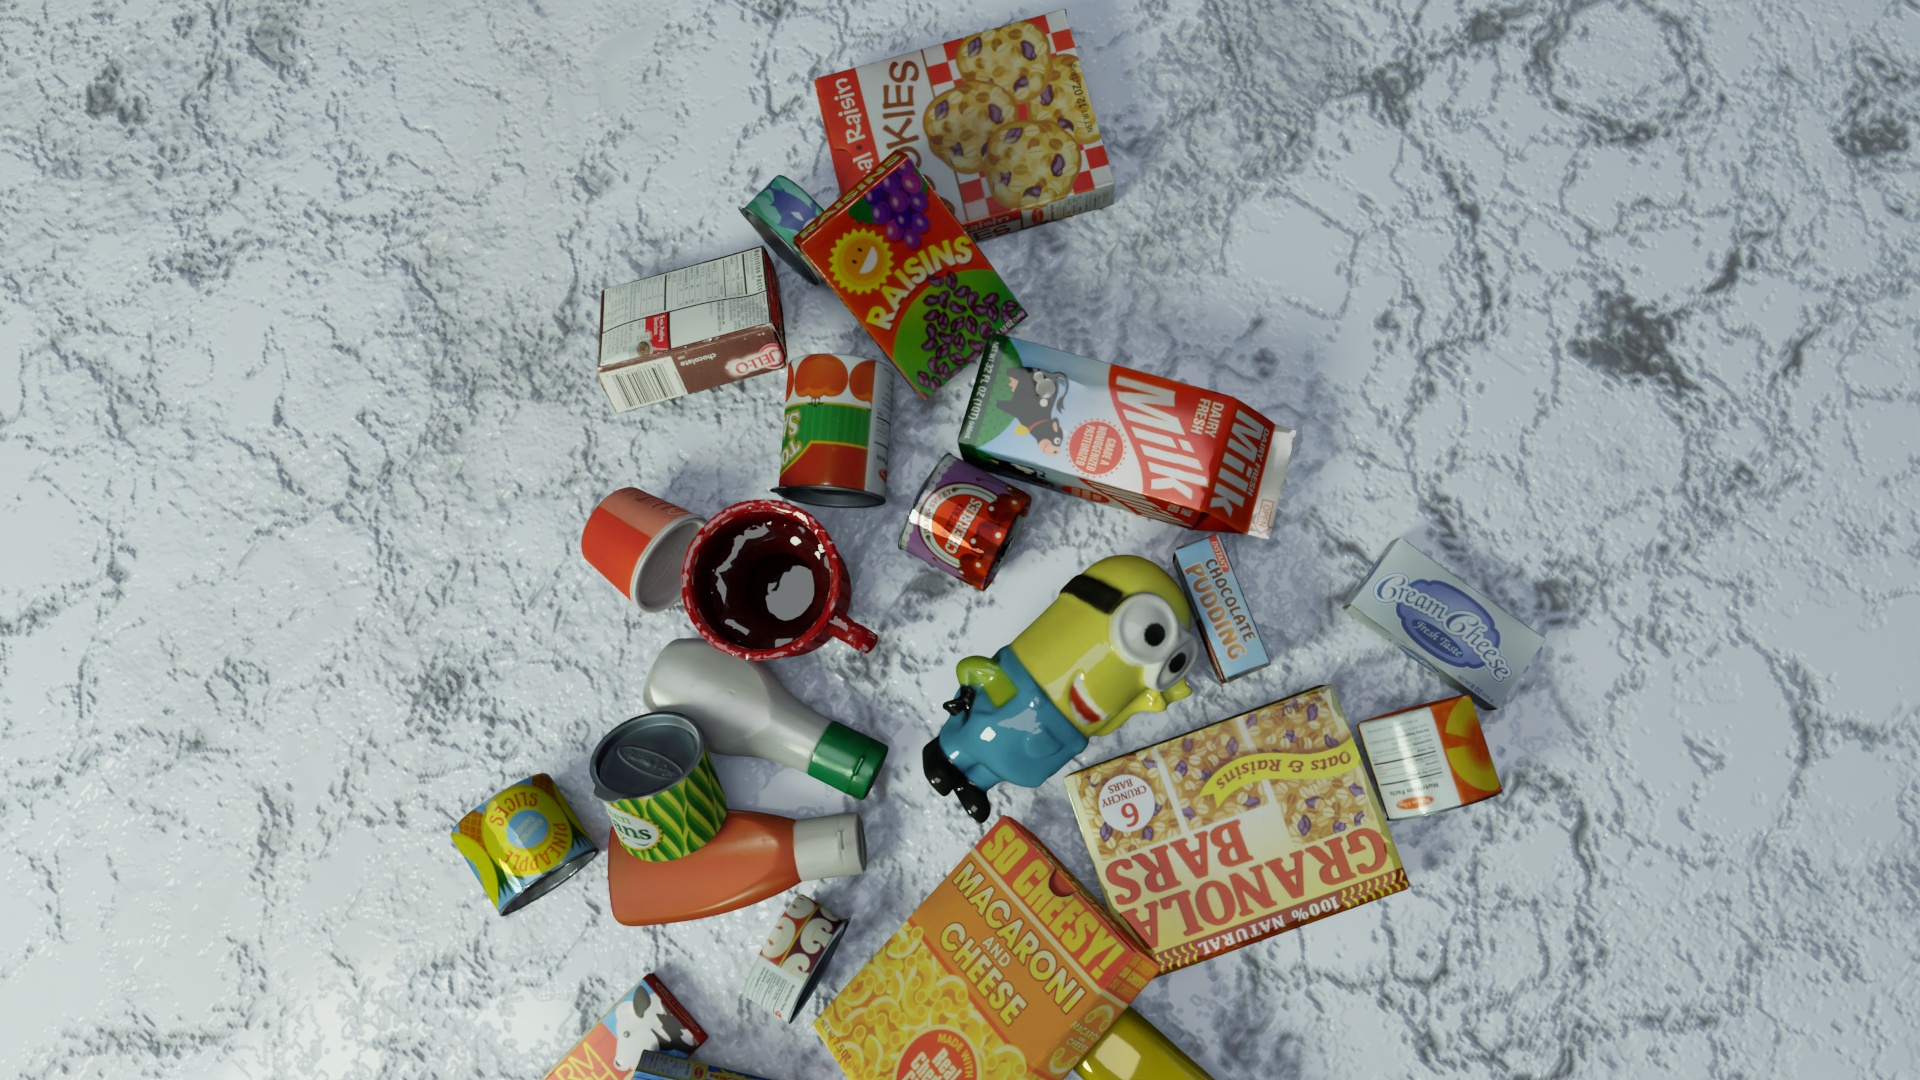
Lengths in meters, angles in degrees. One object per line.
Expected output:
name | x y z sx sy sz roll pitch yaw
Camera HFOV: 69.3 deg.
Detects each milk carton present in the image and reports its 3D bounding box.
milk carton | 0.100 -0.059 0.832 0.191 0.073 0.072 15 83 6

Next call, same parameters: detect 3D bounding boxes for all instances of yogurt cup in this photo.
yogurt cup | -0.194 0.003 0.849 0.054 0.072 0.072 31 85 21

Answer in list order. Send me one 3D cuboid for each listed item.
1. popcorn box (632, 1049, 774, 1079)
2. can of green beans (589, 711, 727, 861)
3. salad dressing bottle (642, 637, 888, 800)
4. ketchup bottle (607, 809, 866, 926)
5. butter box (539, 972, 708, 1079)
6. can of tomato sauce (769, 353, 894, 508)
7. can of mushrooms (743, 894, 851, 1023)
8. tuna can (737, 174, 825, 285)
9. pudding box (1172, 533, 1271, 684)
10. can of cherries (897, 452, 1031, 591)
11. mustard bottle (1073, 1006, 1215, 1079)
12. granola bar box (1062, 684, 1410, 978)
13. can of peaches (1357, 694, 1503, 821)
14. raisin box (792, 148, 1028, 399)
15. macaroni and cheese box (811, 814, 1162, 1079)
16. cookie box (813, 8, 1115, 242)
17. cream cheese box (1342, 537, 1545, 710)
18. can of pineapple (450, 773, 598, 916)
popcorn box | -0.159 0.365 0.790 0.085 0.038 0.126 16 89 -5
can of green beans | -0.173 0.142 0.803 0.071 0.057 0.071 -6 38 5
salad dressing bottle | -0.117 0.109 0.838 0.148 0.044 0.064 25 80 7
ketchup bottle | -0.132 0.189 0.826 0.149 0.043 0.065 -8 70 3
butter box | -0.205 0.313 0.823 0.103 0.024 0.053 -45 80 -3
can of tomato sauce | -0.078 -0.066 0.850 0.071 0.071 0.083 3 81 5
can of mushrooms | -0.094 0.240 0.806 0.033 0.071 0.071 27 85 9
tuna can | -0.104 -0.197 0.873 0.071 0.071 0.033 43 86 9
pudding box | 0.154 0.042 0.824 0.030 0.049 0.084 -20 80 3
can of cherries | 0.003 -0.010 0.833 0.058 0.071 0.071 28 85 8
mustard bottle | 0.127 0.321 0.777 0.160 0.065 0.049 40 82 6
granola bar box | 0.157 0.169 0.810 0.165 0.039 0.124 -19 80 1
can of peaches | 0.269 0.124 0.796 0.071 0.071 0.058 -16 80 2
raisin box | -0.030 -0.161 0.844 0.086 0.040 0.123 -40 114 2
macaroni and cheese box | 0.012 0.256 0.776 0.166 0.040 0.124 -47 46 -3
cookie box | 0.002 -0.255 0.886 0.167 0.040 0.123 -15 81 2
cream cheese box | 0.286 0.049 0.826 0.104 0.024 0.053 36 84 9
can of pineapple | -0.259 0.179 0.825 0.071 0.071 0.058 -36 81 -1
